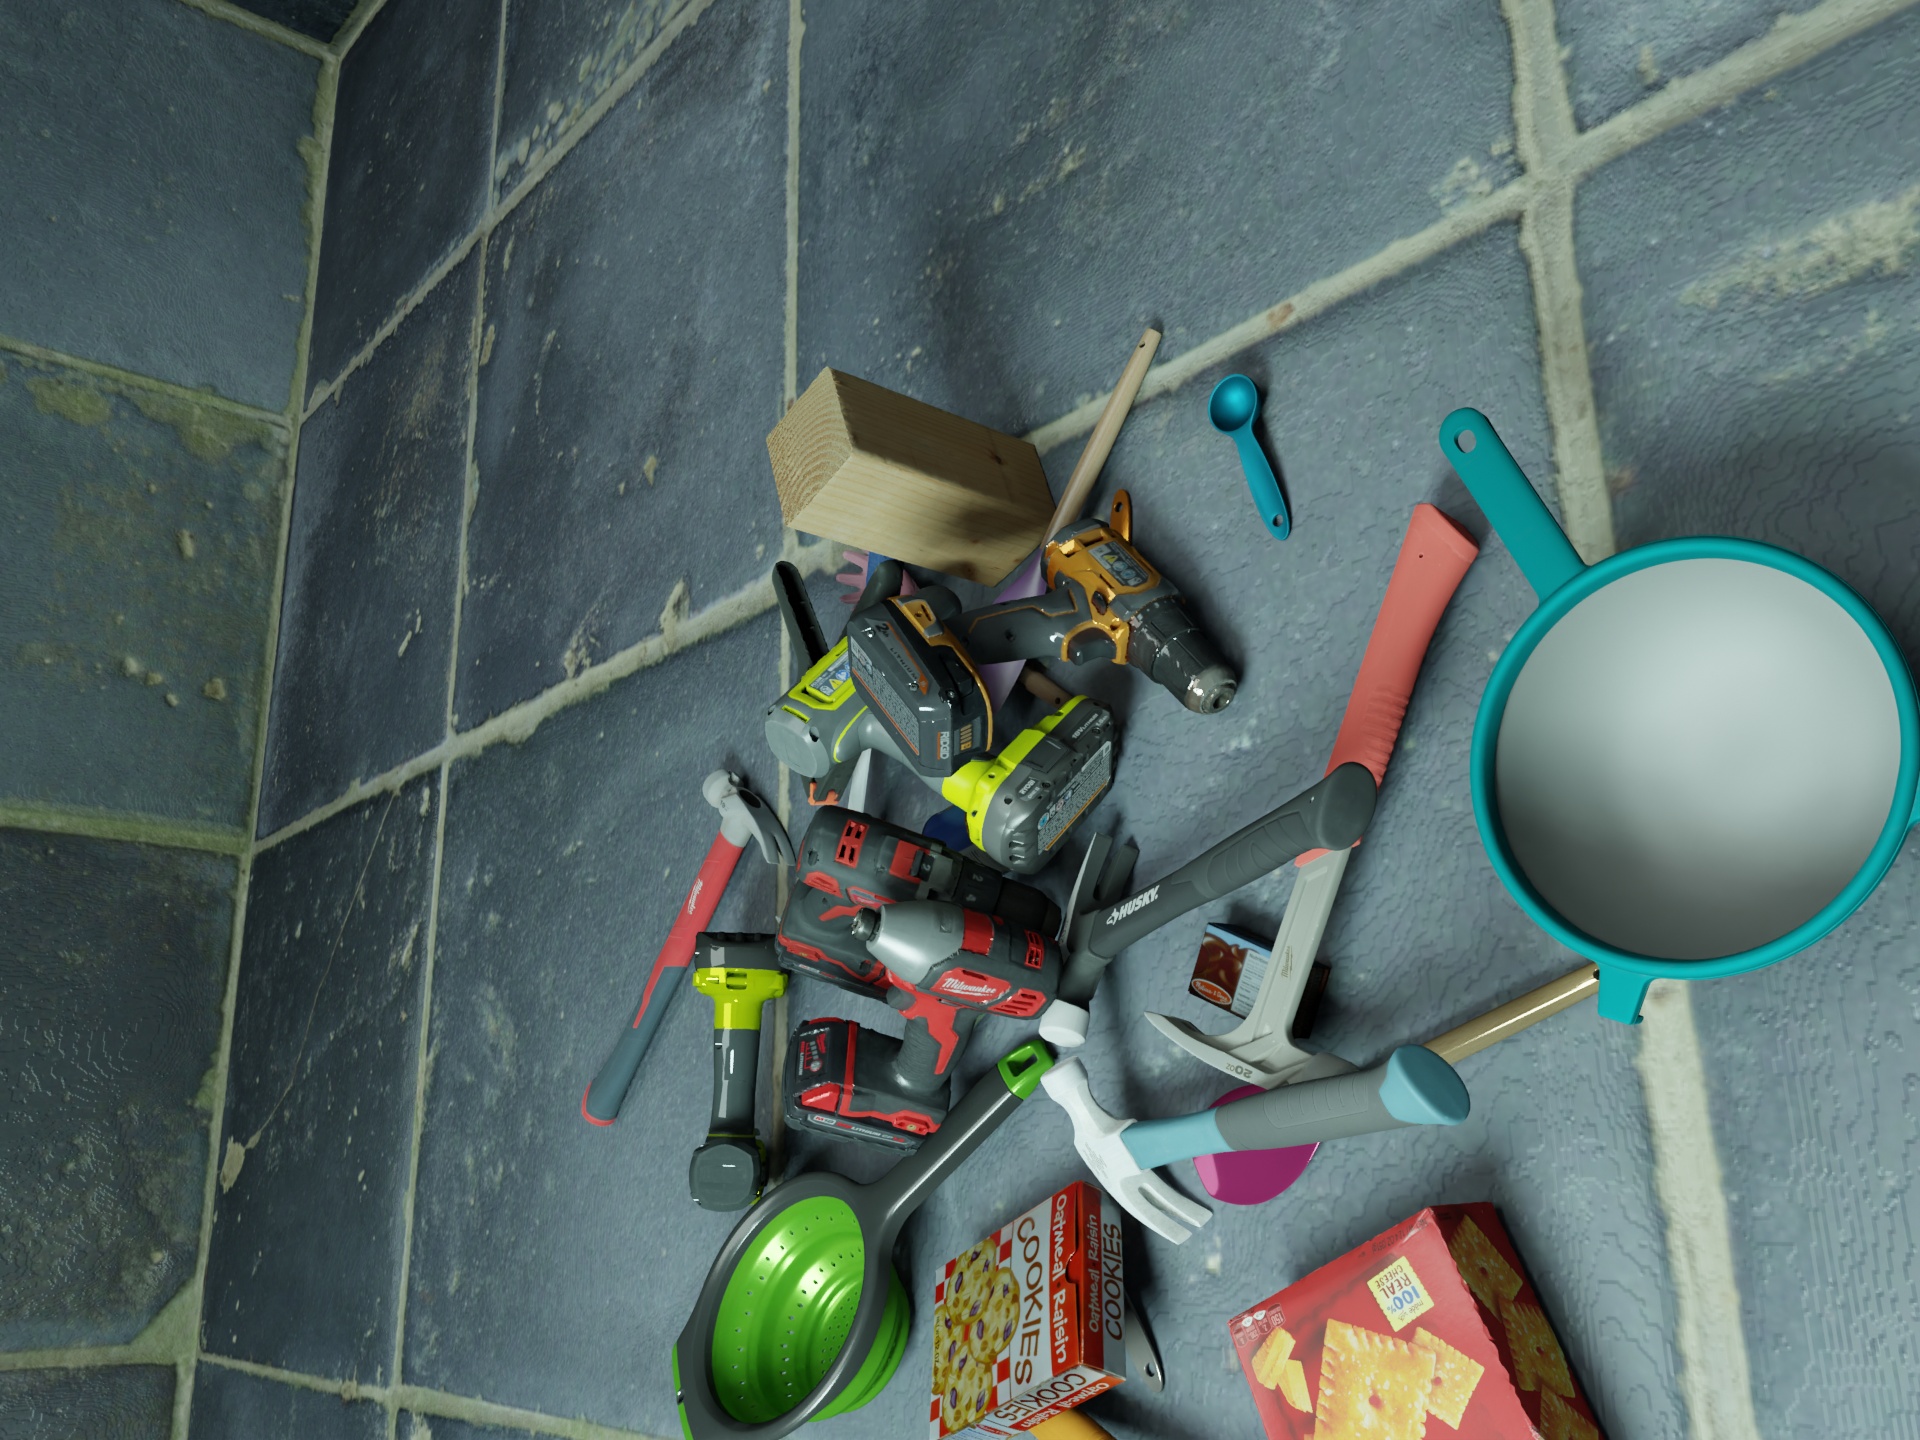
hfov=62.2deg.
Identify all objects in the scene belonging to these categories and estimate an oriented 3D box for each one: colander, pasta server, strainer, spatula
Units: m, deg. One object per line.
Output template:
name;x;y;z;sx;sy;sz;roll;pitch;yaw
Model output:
colander;-0.050;0.398;1.195;0.397;0.094;0.205;-46;31;8
pasta server;-0.006;-0.073;1.299;0.316;0.040;0.060;37;115;47
strainer;0.348;-0.028;0.810;0.211;0.095;0.341;-44;49;32
spatula;0.077;-0.153;1.217;0.060;0.018;0.316;33;101;40

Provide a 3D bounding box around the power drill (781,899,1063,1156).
power drill;-0.039;0.205;1.098;0.219;0.143;0.079;-56;22;38

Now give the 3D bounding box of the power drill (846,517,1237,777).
power drill;0.059;-0.041;1.084;0.186;0.226;0.084;51;154;37

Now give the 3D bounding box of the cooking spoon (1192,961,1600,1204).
cooking spoon;0.250;0.208;0.926;0.319;0.017;0.069;-40;60;37

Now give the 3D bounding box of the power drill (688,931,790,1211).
power drill;-0.190;0.298;1.355;0.171;0.080;0.223;103;170;-76

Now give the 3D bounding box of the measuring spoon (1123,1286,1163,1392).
measuring spoon;0.109;0.383;1.056;0.034;0.018;0.124;-47;54;35

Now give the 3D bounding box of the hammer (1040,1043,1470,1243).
hammer;0.164;0.233;0.921;0.128;0.033;0.331;59;146;4

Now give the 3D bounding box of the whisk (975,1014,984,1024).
whisk;-0.005;0.233;1.213;0.059;0.058;0.246;43;115;9

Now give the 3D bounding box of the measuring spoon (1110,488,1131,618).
measuring spoon;0.115;-0.118;1.184;0.021;0.011;0.117;-10;72;49

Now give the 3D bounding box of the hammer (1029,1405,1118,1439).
hammer;0.105;0.472;0.969;0.337;0.034;0.127;6;95;63

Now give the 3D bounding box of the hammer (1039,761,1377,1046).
hammer;0.143;0.095;0.970;0.334;0.035;0.146;-44;25;57

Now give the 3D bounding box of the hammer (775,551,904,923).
hammer;-0.084;0.014;1.337;0.144;0.035;0.405;13;97;52

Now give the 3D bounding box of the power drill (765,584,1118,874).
power drill;-0.002;-0.004;1.158;0.229;0.190;0.080;28;145;26

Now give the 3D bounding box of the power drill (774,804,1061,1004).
power drill;-0.039;0.143;1.171;0.226;0.188;0.080;123;166;-64

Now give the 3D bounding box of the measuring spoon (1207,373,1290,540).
measuring spoon;0.206;-0.179;1.093;0.042;0.021;0.129;-33;65;40

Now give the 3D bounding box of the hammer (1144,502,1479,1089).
hammer;0.225;0.043;0.957;0.149;0.036;0.359;17;87;50

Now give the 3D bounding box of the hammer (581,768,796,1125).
hammer;-0.273;0.245;1.536;0.143;0.038;0.386;45;114;45
